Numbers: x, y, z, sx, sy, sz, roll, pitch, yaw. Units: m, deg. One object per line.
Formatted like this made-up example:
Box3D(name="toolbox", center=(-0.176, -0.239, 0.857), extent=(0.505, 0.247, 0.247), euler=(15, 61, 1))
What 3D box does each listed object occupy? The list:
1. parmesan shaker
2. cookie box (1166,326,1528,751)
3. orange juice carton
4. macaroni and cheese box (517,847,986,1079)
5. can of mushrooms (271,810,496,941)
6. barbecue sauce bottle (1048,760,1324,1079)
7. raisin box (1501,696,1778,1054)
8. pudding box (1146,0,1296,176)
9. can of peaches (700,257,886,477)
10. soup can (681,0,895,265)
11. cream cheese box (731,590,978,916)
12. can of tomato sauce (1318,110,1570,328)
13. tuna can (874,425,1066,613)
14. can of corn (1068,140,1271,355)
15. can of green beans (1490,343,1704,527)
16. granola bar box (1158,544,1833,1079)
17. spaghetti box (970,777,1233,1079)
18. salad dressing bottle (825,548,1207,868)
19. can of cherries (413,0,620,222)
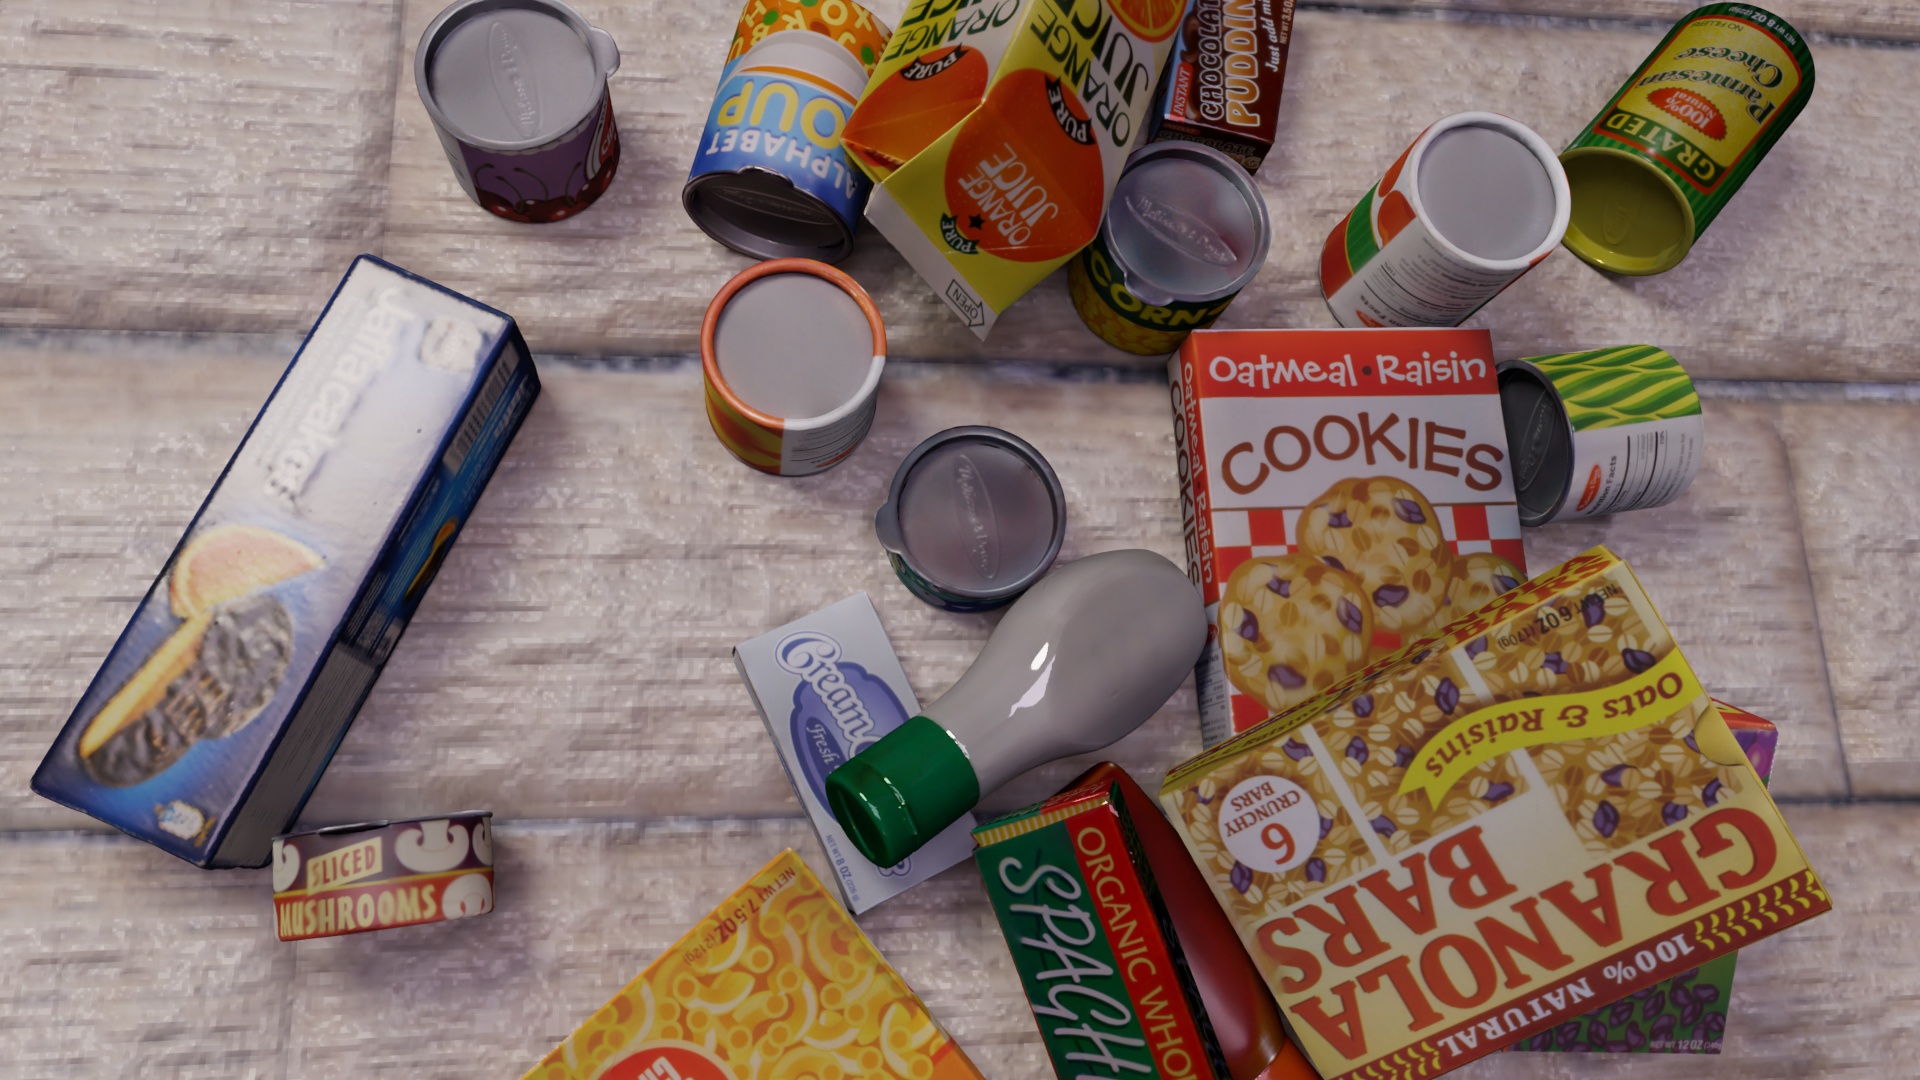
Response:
Box3D(name="parmesan shaker", center=(0.301, -0.172, 0.589), extent=(0.071, 0.071, 0.103), euler=(42, 74, 4))
Box3D(name="cookie box", center=(0.150, 0.002, 0.535), extent=(0.123, 0.040, 0.167), euler=(-2, 77, -9))
Box3D(name="orange juice carton", center=(0.021, -0.171, 0.518), extent=(0.071, 0.073, 0.193), euler=(42, 59, -39))
Box3D(name="macaroni and cheese box", center=(-0.050, 0.205, 0.453), extent=(0.124, 0.040, 0.166), euler=(-39, 84, -15))
Box3D(name="can of mushrooms", center=(-0.184, 0.107, 0.443), extent=(0.071, 0.071, 0.033), euler=(-5, 78, -9))
Box3D(name="barbecue sauce bottle", center=(0.075, 0.152, 0.483), extent=(0.065, 0.043, 0.148), euler=(-38, 84, -9))
Box3D(name="raisin box", center=(0.231, 0.117, 0.494), extent=(0.086, 0.040, 0.123), euler=(4, 98, -8))
Box3D(name="pudding box", center=(0.110, -0.201, 0.586), extent=(0.050, 0.030, 0.084), euler=(13, 74, -4))
Box3D(name="can of peaches", center=(-0.063, -0.064, 0.511), extent=(0.071, 0.058, 0.071), euler=(2, 76, -8))
Box3D(name="soup can", center=(-0.062, -0.158, 0.528), extent=(0.071, 0.071, 0.084), euler=(14, 74, -4))
Box3D(name="cream cheese box", center=(-0.037, 0.075, 0.497), extent=(0.053, 0.024, 0.104), euler=(-24, 80, -15))
Box3D(name="can of tomato sauce", center=(0.189, -0.122, 0.550), extent=(0.071, 0.083, 0.071), euler=(2, 76, -8))
Box3D(name="tuna can", center=(0.002, -0.007, 0.519), extent=(0.071, 0.032, 0.071), euler=(2, 75, -8))
Box3D(name="can of corn", center=(0.079, -0.110, 0.543), extent=(0.071, 0.058, 0.071), euler=(2, 76, -8))
Box3D(name="can of green beans", center=(0.245, -0.042, 0.546), extent=(0.058, 0.071, 0.071), euler=(-8, 77, -11))
Box3D(name="granola bar box", center=(0.167, 0.096, 0.453), extent=(0.165, 0.039, 0.124), euler=(-31, 89, 15))
Box3D(name="spaghetti box", center=(0.070, 0.200, 0.447), extent=(0.050, 0.029, 0.250), euler=(-21, 90, 11))
Box3D(name="salad dressing bottle", center=(0.021, 0.056, 0.481), extent=(0.148, 0.044, 0.064), euler=(-32, 112, -29))
Box3D(name="can of cherries", center=(-0.161, -0.162, 0.522), extent=(0.071, 0.058, 0.071), euler=(2, 75, -7))
